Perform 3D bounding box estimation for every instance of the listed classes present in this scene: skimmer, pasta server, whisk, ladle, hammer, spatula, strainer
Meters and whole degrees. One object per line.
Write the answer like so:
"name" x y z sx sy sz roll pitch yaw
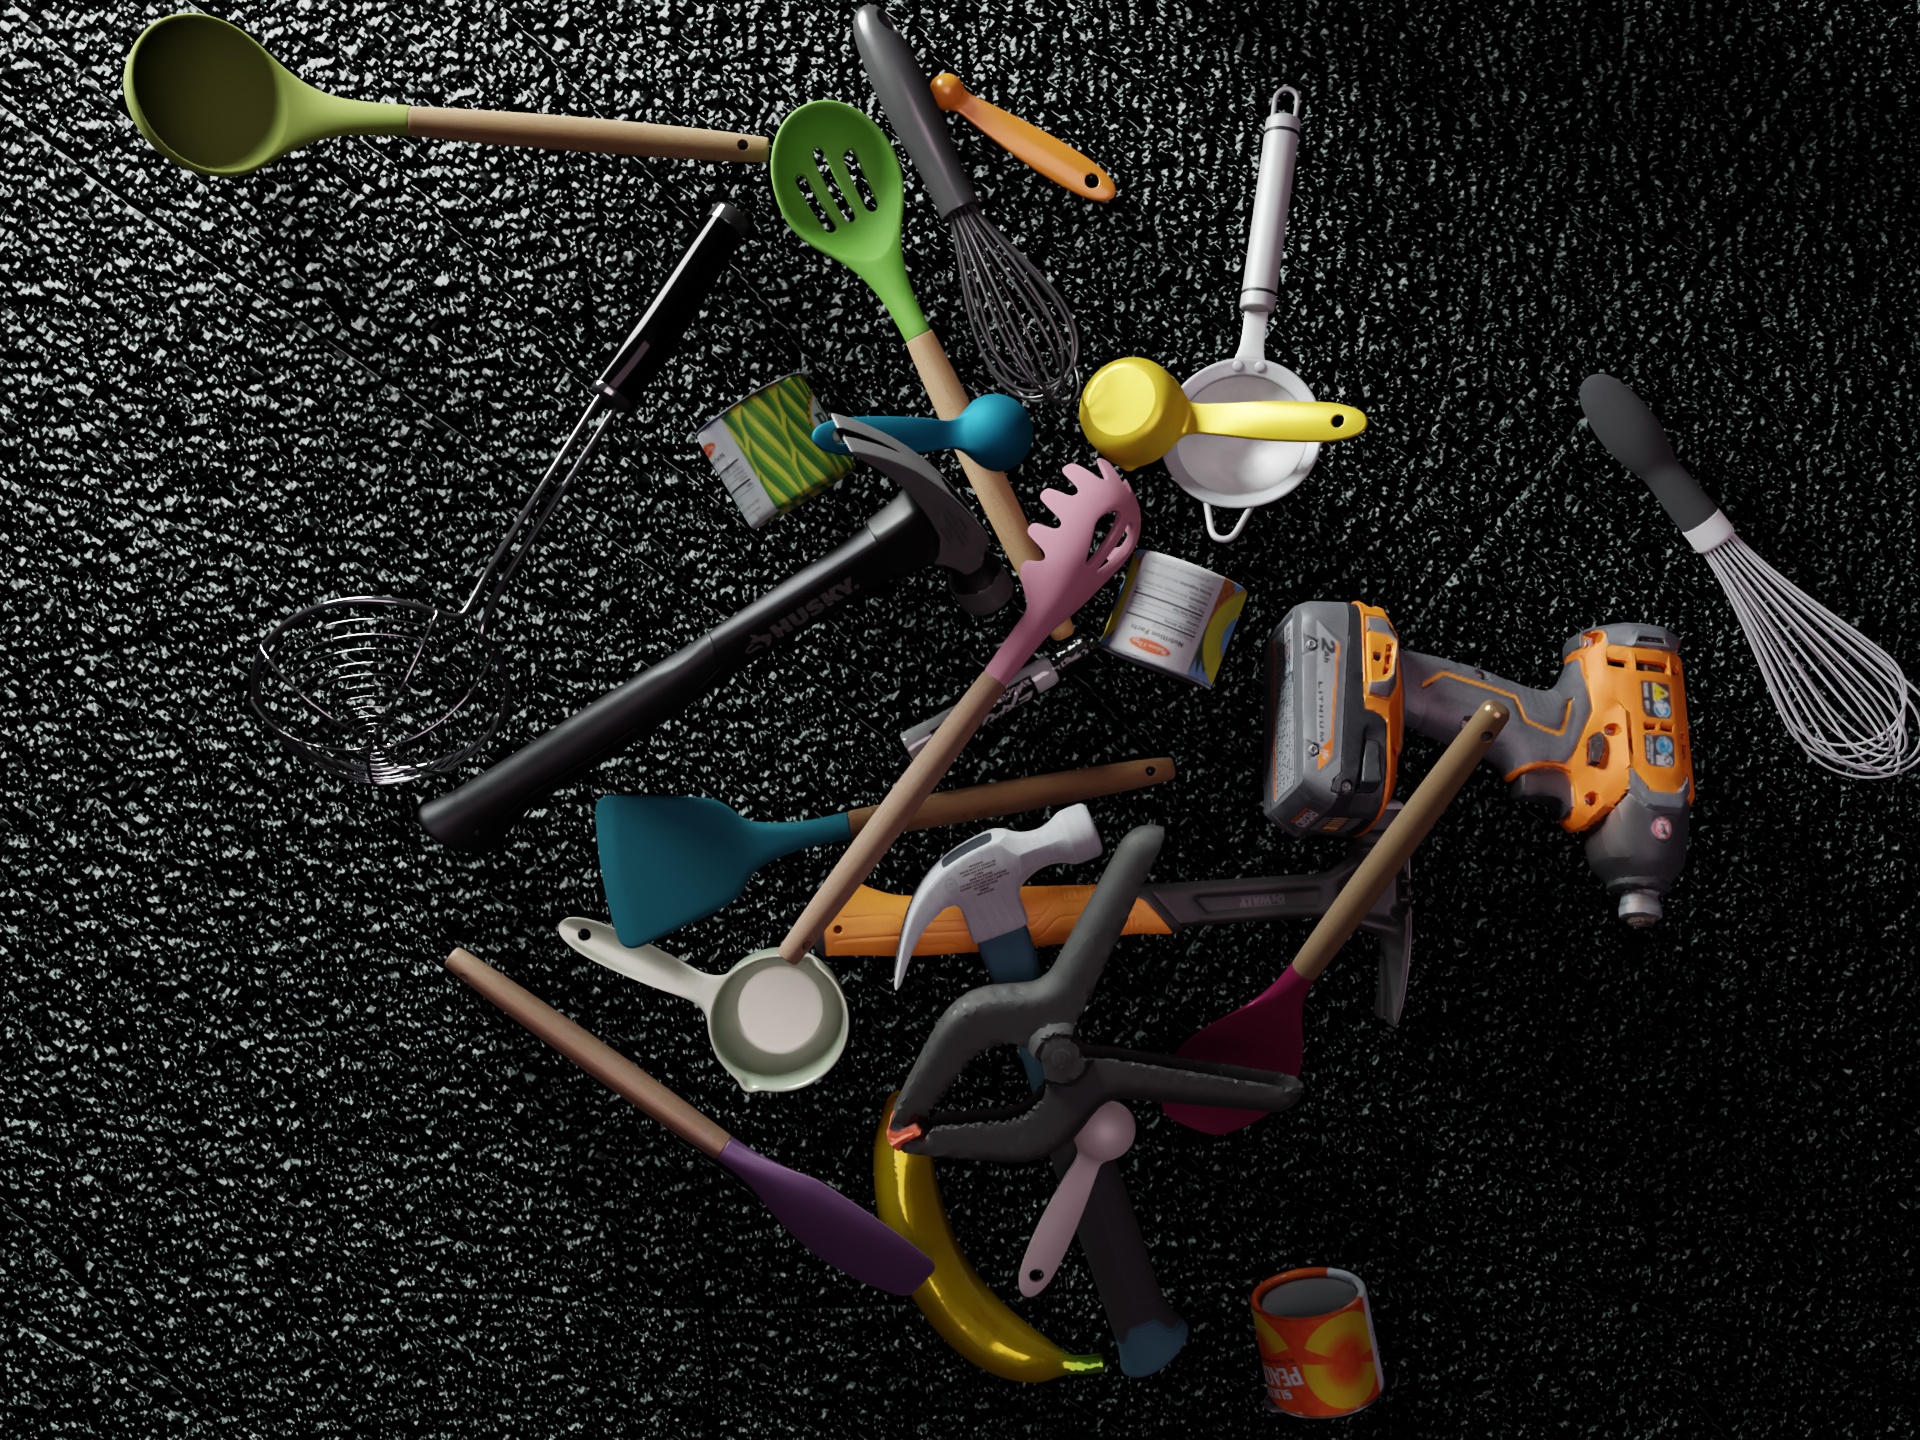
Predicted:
"skimmer" -0.232 -0.125 0.844 0.127 0.090 0.363 39 77 -40
"pasta server" -0.001 -0.003 0.849 0.060 0.040 0.316 36 90 -36
"whisk" 0.440 -0.081 0.895 0.070 0.070 0.284 -39 91 -1
"ladle" -0.260 -0.312 0.825 0.320 0.062 0.078 2 96 -7
"hammer" 0.086 0.114 0.890 0.337 0.034 0.127 -2 93 -4
"whisk" 0.002 -0.275 0.853 0.055 0.055 0.239 -26 91 -2
"spatula" -0.152 0.221 0.875 0.316 0.018 0.059 35 128 0
"hammer" -0.141 -0.030 0.837 0.335 0.035 0.146 -32 137 5
"strainer" 0.163 -0.220 0.869 0.087 0.050 0.258 8 88 15
"spatula" -0.035 0.055 0.872 0.317 0.044 0.082 -10 85 -5
"hammer" 0.060 0.215 0.873 0.128 0.033 0.331 -19 103 2

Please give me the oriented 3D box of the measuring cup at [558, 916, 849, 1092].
"measuring cup" -0.140 0.144 0.875 0.167 0.038 0.083 25 92 -4

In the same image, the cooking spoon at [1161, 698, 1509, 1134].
"cooking spoon" 0.194 0.114 0.835 0.068 0.017 0.318 23 122 -6

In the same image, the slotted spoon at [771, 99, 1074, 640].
"slotted spoon" -0.013 -0.184 0.866 0.070 0.031 0.313 -28 98 -9

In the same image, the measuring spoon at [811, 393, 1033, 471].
"measuring spoon" -0.015 -0.151 0.834 0.128 0.021 0.042 -7 90 -27

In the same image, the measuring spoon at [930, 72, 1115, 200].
"measuring spoon" 0.035 -0.317 0.866 0.117 0.011 0.021 30 91 -6

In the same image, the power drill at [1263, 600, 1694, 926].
"power drill" 0.283 0.022 0.854 0.226 0.084 0.164 6 70 -5

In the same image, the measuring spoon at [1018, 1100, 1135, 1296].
"measuring spoon" 0.060 0.262 0.858 0.034 0.018 0.124 21 101 -9

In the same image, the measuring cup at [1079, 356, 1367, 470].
"measuring cup" 0.134 -0.162 0.836 0.156 0.029 0.062 8 85 30
